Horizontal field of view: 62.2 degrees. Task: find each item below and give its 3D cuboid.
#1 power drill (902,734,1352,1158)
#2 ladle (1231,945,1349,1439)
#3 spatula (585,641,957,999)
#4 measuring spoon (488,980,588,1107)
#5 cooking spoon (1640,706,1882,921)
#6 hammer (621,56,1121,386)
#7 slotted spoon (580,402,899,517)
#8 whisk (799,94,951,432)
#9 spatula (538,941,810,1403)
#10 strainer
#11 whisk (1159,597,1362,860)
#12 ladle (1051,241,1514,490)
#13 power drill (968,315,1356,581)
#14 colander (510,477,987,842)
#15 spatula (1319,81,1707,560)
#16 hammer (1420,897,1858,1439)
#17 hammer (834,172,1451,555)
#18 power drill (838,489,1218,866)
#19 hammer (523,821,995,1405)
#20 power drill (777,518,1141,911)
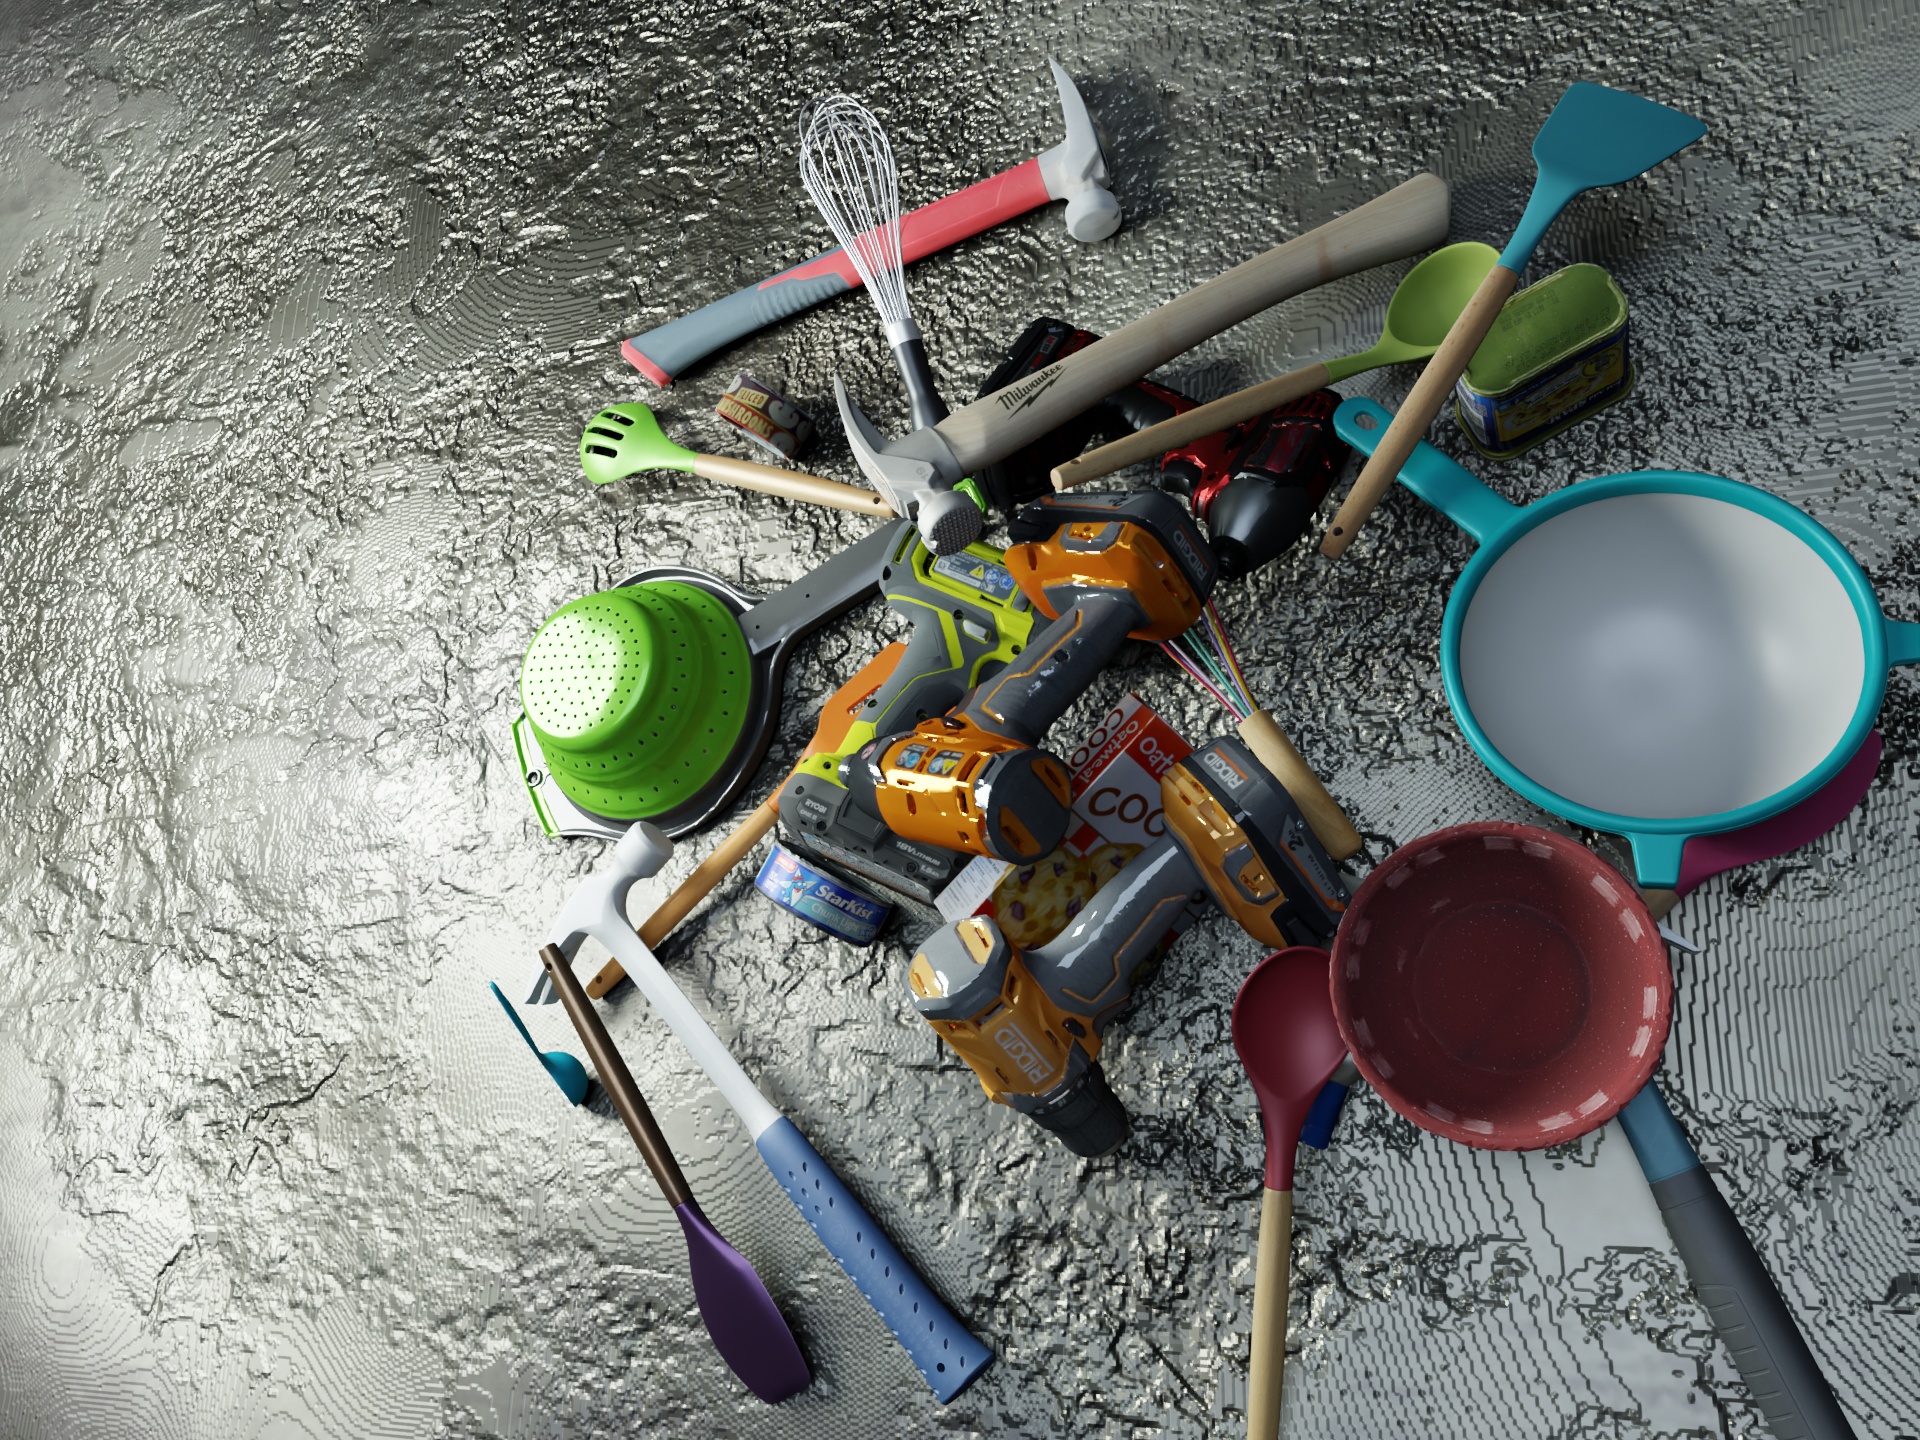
[{"bbox_3d":[0.103,0.137,0.883,0.226,0.185,0.084,-37,33,0],"label":"power drill"},{"bbox_3d":[0.170,0.276,0.850,0.069,0.031,0.315,4,89,-2],"label":"ladle"},{"bbox_3d":[-0.136,0.078,1.073,0.322,0.041,0.081,-45,63,9],"label":"spatula"},{"bbox_3d":[-0.273,0.206,1.039,0.021,0.128,0.042,-35,44,-19],"label":"measuring spoon"},{"bbox_3d":[0.363,0.109,0.858,0.319,0.017,0.069,-44,55,4],"label":"cooking spoon"},{"bbox_3d":[-0.079,-0.349,1.168,0.386,0.038,0.143,-19,67,16],"label":"hammer"},{"bbox_3d":[-0.167,-0.181,1.136,0.314,0.031,0.070,18,79,33],"label":"slotted spoon"},{"bbox_3d":[-0.048,-0.297,1.098,0.070,0.070,0.284,-19,89,16],"label":"whisk"},{"bbox_3d":[-0.187,0.279,0.992,0.059,0.018,0.316,-36,79,27],"label":"spatula"},{"bbox_3d":[0.333,-0.062,0.884,0.211,0.095,0.341,-40,57,-2],"label":"strainer"},{"bbox_3d":[0.167,-0.020,0.966,0.047,0.051,0.245,-34,68,3],"label":"whisk"},{"bbox_3d":[0.190,-0.205,0.931,0.320,0.062,0.078,-24,37,-18],"label":"ladle"},{"bbox_3d":[0.120,-0.166,0.992,0.220,0.078,0.143,21,61,24],"label":"power drill"},{"bbox_3d":[-0.166,-0.064,1.085,0.397,0.094,0.205,-31,65,12],"label":"colander"},{"bbox_3d":[0.295,-0.223,0.891,0.082,0.044,0.317,34,94,27],"label":"spatula"},{"bbox_3d":[0.364,0.241,0.797,0.128,0.033,0.331,-28,70,14],"label":"hammer"},{"bbox_3d":[0.123,-0.244,0.979,0.410,0.038,0.146,-29,56,-11],"label":"hammer"},{"bbox_3d":[0.030,-0.026,0.901,0.164,0.084,0.226,7,55,49],"label":"power drill"},{"bbox_3d":[-0.129,0.252,0.995,0.144,0.035,0.406,-49,66,10],"label":"hammer"},{"bbox_3d":[-0.002,-0.003,0.994,0.171,0.080,0.223,23,74,12],"label":"power drill"}]
